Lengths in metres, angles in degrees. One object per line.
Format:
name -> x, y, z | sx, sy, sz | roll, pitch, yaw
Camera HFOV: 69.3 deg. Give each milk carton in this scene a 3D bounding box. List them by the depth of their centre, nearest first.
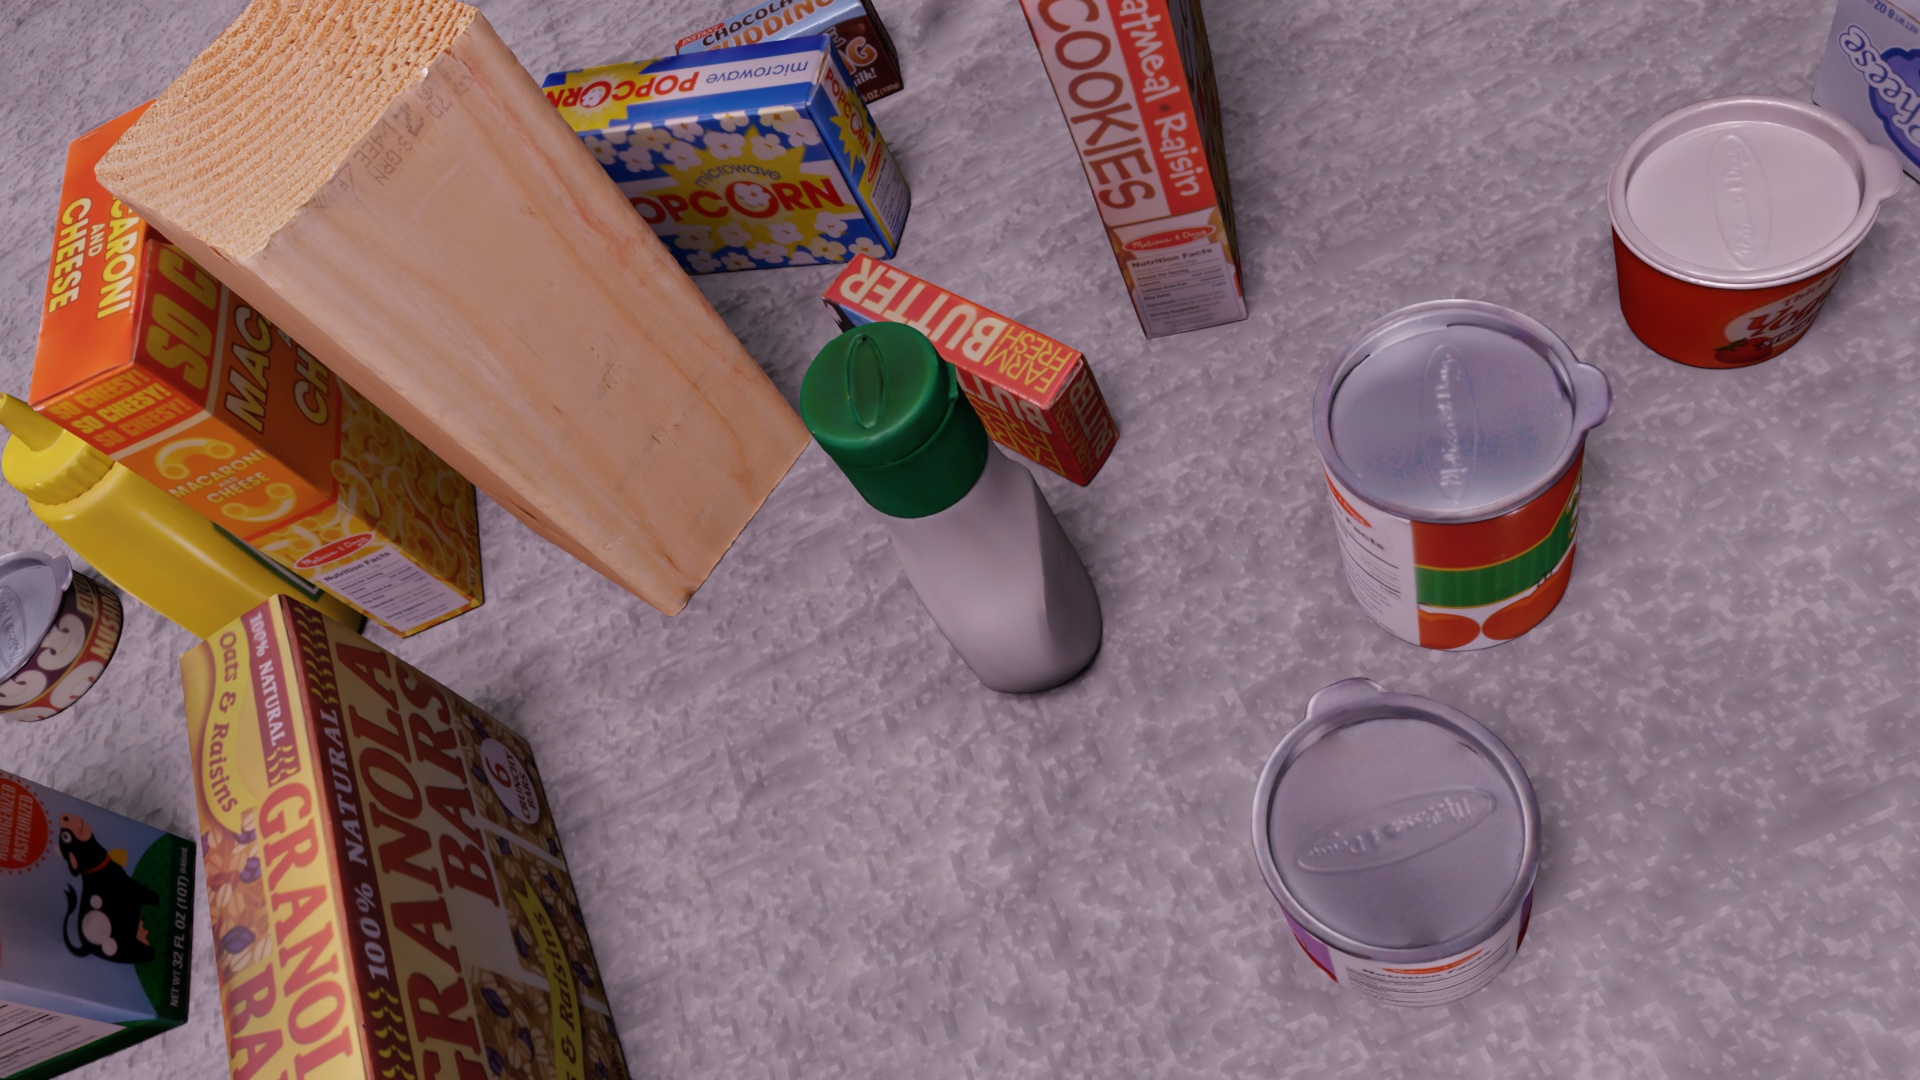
milk carton -> -0.339, 0.109, 0.428 | 0.073, 0.190, 0.072 | -23, 57, 8

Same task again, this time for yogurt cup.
yogurt cup -> 0.225, -0.087, 0.407 | 0.072, 0.053, 0.073 | -9, 59, 16

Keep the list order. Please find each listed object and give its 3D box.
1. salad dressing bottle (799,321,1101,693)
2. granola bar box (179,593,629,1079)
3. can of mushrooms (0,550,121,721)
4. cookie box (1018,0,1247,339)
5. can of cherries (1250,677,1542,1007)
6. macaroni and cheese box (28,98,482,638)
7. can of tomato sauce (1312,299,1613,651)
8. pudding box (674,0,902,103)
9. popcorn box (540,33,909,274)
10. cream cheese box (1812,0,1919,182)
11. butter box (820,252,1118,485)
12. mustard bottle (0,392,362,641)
salad dressing bottle -> 0.001, -0.005, 0.389 | 0.044, 0.147, 0.064 | -15, 58, 13
granola bar box -> -0.154, 0.109, 0.397 | 0.039, 0.124, 0.166 | -32, 56, 2
can of mushrooms -> -0.389, 0.039, 0.581 | 0.071, 0.033, 0.071 | -9, 59, 16
cookie box -> 0.057, -0.165, 0.447 | 0.040, 0.167, 0.123 | -9, 59, 16
can of cherries -> 0.111, 0.077, 0.354 | 0.071, 0.058, 0.072 | -9, 59, 16
macaroni and cheese box -> -0.240, -0.056, 0.498 | 0.040, 0.166, 0.124 | -23, 56, 8
can of tomato sauce -> 0.137, -0.015, 0.382 | 0.071, 0.083, 0.071 | -9, 59, 16
pudding box -> -0.072, -0.202, 0.588 | 0.083, 0.049, 0.030 | -20, 57, 9
popcorn box -> -0.094, -0.146, 0.543 | 0.126, 0.085, 0.038 | 0, 62, 21
cream cheese box -> 0.297, -0.122, 0.400 | 0.024, 0.053, 0.104 | -30, 56, 3
butter box -> 0.003, -0.059, 0.476 | 0.103, 0.053, 0.024 | 30, 76, 32
mustard bottle -> -0.280, -0.010, 0.491 | 0.049, 0.159, 0.065 | -24, 56, 7
